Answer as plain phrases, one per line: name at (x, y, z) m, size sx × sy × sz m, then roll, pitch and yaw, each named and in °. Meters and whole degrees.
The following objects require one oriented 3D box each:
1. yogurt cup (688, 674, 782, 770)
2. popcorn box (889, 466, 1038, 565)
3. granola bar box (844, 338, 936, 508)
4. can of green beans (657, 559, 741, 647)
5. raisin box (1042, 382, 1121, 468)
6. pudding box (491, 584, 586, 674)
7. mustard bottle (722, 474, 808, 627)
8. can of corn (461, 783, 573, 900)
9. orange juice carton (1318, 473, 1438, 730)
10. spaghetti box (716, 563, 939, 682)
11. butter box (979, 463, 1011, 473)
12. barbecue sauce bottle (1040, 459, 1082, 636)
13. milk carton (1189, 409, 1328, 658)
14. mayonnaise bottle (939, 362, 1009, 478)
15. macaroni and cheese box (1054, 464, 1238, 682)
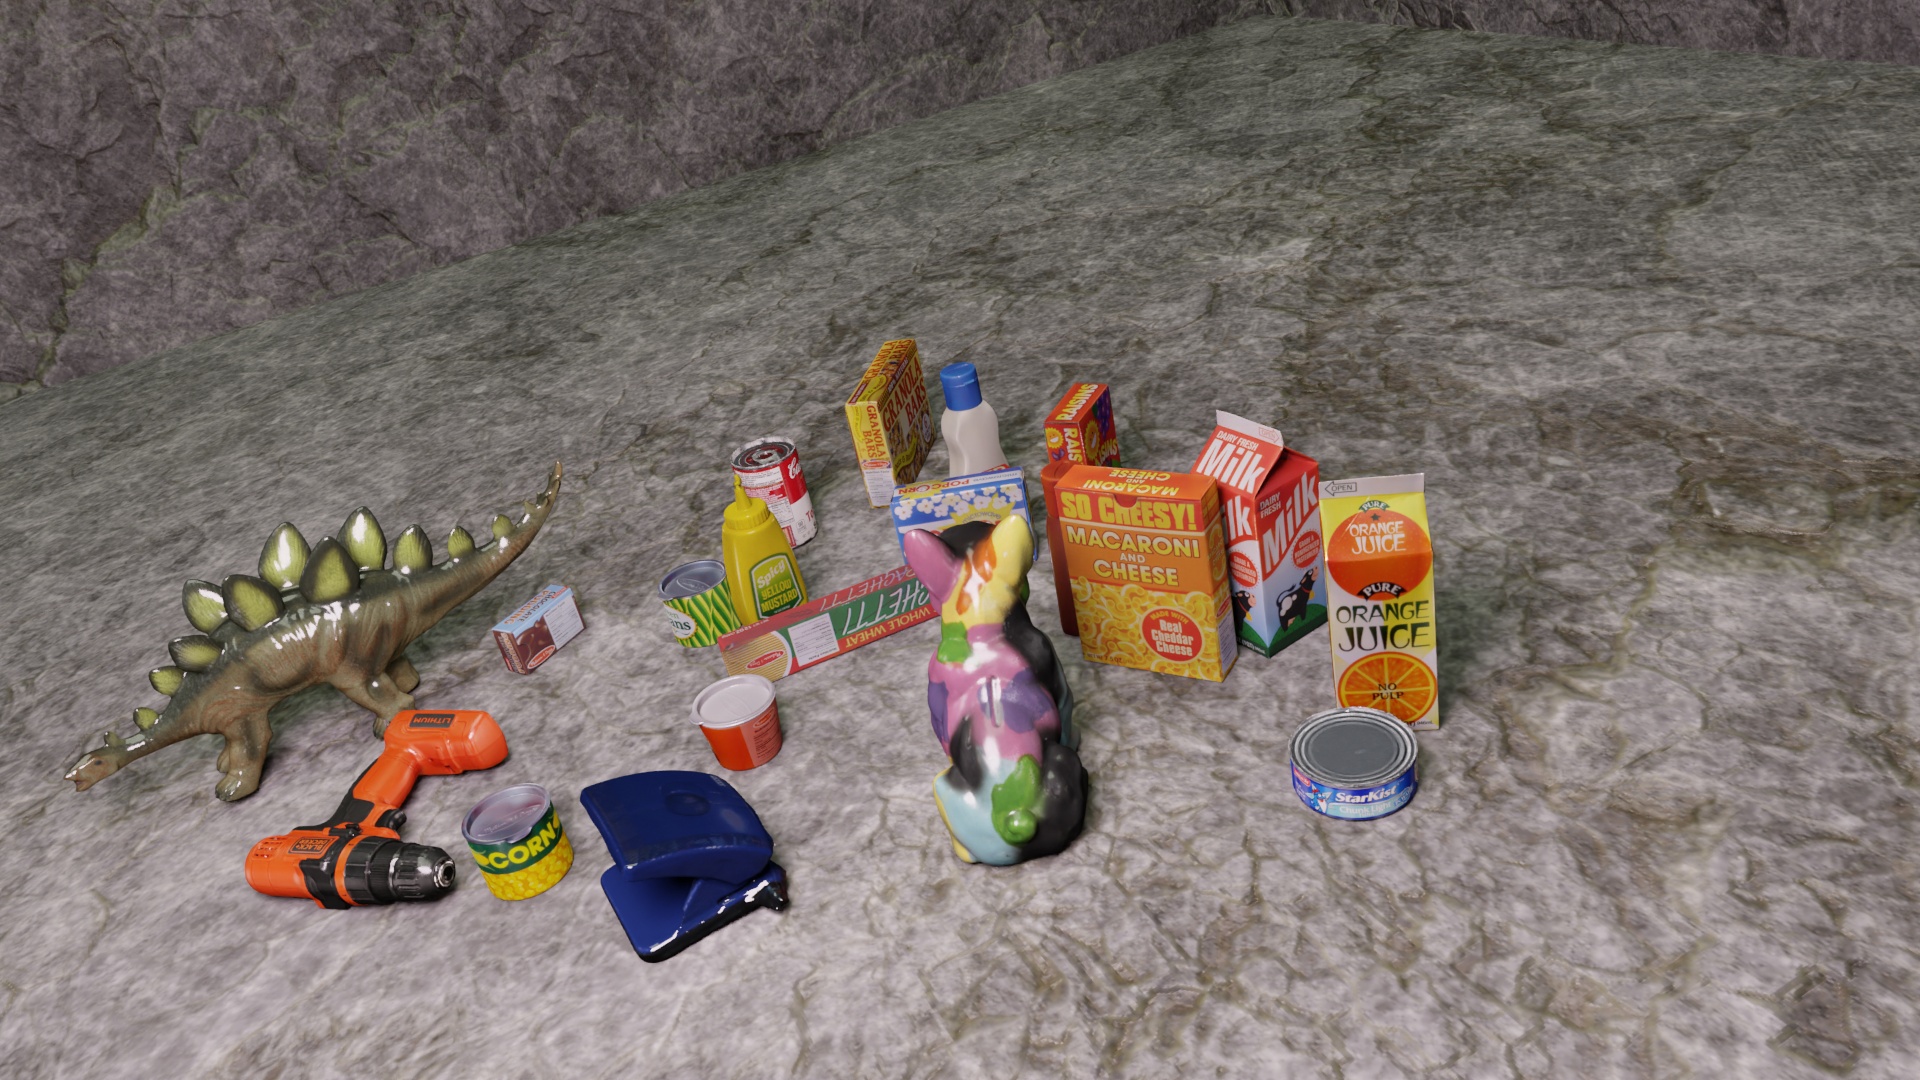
yogurt cup at (-0.176, 0.148, 1.120) m, size 0.072 × 0.053 × 0.073 m, roll -10°, pitch 29°, yaw 5°
popcorn box at (0.005, -0.016, 1.311) m, size 0.127 × 0.084 × 0.038 m, roll -9°, pitch 29°, yaw 7°
granola bar box at (-0.074, -0.128, 1.502) m, size 0.039 × 0.123 × 0.166 m, roll -4°, pitch 30°, yaw 16°
can of green beans at (-0.243, 0.059, 1.302) m, size 0.071 × 0.057 × 0.071 m, roll -10°, pitch 29°, yaw 5°
raisin box at (0.120, -0.078, 1.337) m, size 0.040 × 0.122 × 0.086 m, roll 4°, pitch 32°, yaw 27°
pudding box at (-0.402, 0.084, 1.328) m, size 0.030 × 0.049 × 0.084 m, roll 6°, pitch 33°, yaw 30°
mustard bottle at (-0.183, 0.014, 1.253) m, size 0.065 × 0.159 × 0.049 m, roll -27°, pitch 32°, yaw -25°
can of corn at (-0.328, 0.226, 1.035) m, size 0.071 × 0.058 × 0.071 m, roll -10°, pitch 29°, yaw 5°
orange juice carton at (0.296, 0.039, 0.985) m, size 0.072 × 0.191 × 0.073 m, roll -5°, pitch 29°, yaw 14°
spaghetti box at (-0.091, 0.067, 1.236) m, size 0.251 × 0.050 × 0.029 m, roll -21°, pitch 29°, yaw -15°
butter box at (0.008, -0.034, 1.374) m, size 0.104 × 0.053 × 0.024 m, roll -21°, pitch 29°, yaw -15°
barbecue sauce bottle at (0.098, 0.005, 1.171) m, size 0.043 × 0.147 × 0.065 m, roll 1°, pitch 31°, yaw 23°
milk carton at (0.236, -0.011, 1.100) m, size 0.074 × 0.189 × 0.072 m, roll -27°, pitch 32°, yaw -26°
mayonnaise bottle at (0.011, -0.106, 1.404) m, size 0.065 × 0.147 × 0.041 m, roll -27°, pitch 32°, yaw -25°
macaroni and cheese box at (0.147, 0.026, 1.094) m, size 0.124 × 0.165 × 0.040 m, roll 6°, pitch 34°, yaw 31°
